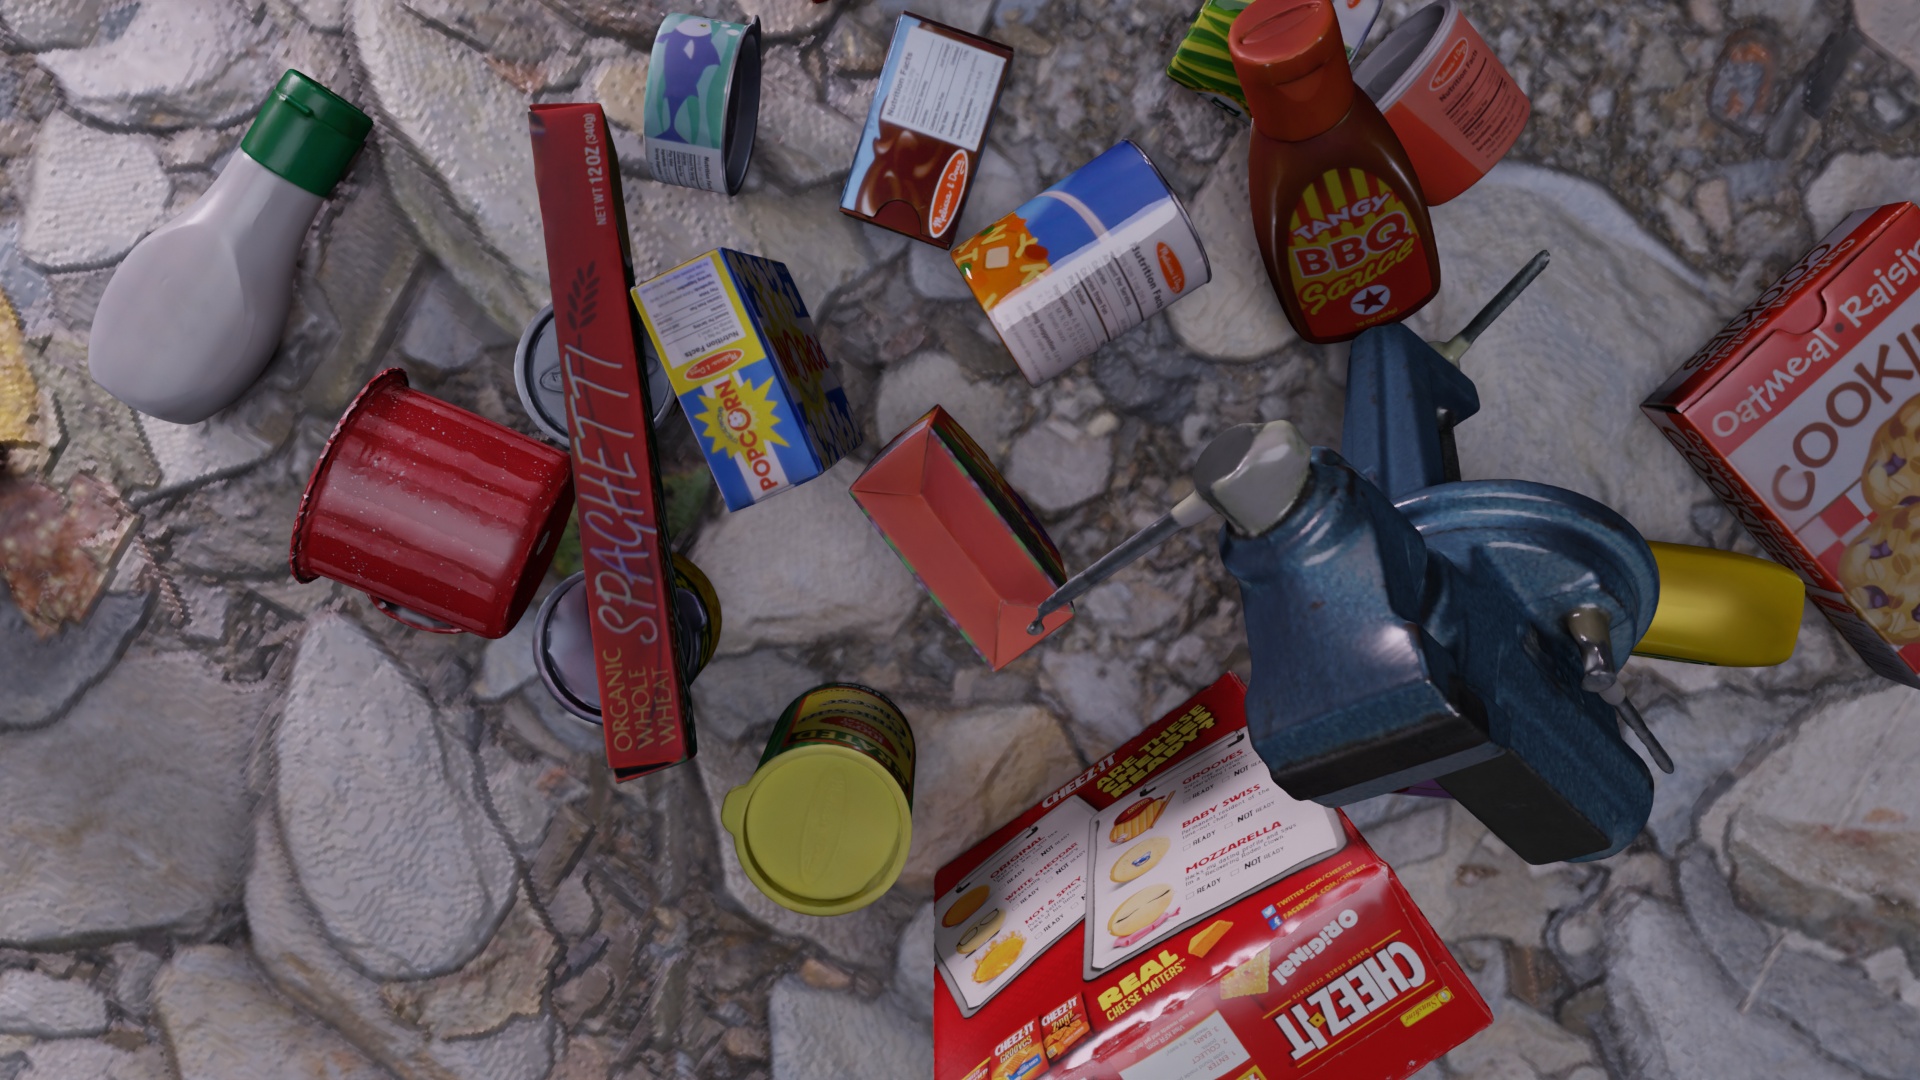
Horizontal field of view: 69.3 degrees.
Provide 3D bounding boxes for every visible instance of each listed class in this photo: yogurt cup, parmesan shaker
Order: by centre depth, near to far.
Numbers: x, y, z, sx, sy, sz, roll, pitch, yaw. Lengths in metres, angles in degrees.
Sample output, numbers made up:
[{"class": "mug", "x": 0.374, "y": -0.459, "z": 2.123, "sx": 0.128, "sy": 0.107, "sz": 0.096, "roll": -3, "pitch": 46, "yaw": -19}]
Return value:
[{"class": "yogurt cup", "x": 0.186, "y": -0.171, "z": 0.551, "sx": 0.054, "sy": 0.072, "sz": 0.072, "roll": 37, "pitch": 96, "yaw": -13}, {"class": "parmesan shaker", "x": -0.054, "y": 0.099, "z": 0.563, "sx": 0.071, "sy": 0.103, "sz": 0.071, "roll": 0, "pitch": 98, "yaw": -1}]

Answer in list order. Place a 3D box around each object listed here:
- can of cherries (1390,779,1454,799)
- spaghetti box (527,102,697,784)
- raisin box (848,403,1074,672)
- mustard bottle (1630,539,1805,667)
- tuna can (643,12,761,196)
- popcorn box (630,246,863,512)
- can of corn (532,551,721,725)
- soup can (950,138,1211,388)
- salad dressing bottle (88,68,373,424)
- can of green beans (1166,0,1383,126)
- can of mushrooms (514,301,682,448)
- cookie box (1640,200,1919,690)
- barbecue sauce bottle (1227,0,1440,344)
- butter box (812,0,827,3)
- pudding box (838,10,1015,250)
[{"class": "can of cherries", "x": 0.198, "y": 0.072, "z": 0.580, "sx": 0.058, "sy": 0.071, "sz": 0.071, "roll": 6, "pitch": 98, "yaw": 0}, {"class": "spaghetti box", "x": -0.130, "y": -0.037, "z": 0.523, "sx": 0.029, "sy": 0.050, "sz": 0.250, "roll": -8, "pitch": 85, "yaw": -7}, {"class": "raisin box", "x": 0.002, "y": -0.007, "z": 0.540, "sx": 0.040, "sy": 0.123, "sz": 0.086, "roll": -38, "pitch": 96, "yaw": 6}, {"class": "mustard bottle", "x": 0.256, "y": 0.020, "z": 0.579, "sx": 0.160, "sy": 0.065, "sz": 0.048, "roll": 7, "pitch": 93, "yaw": 6}, {"class": "tuna can", "x": -0.100, "y": -0.174, "z": 0.546, "sx": 0.033, "sy": 0.071, "sz": 0.071, "roll": 9, "pitch": 98, "yaw": -1}, {"class": "popcorn box", "x": -0.077, "y": -0.063, "z": 0.530, "sx": 0.038, "sy": 0.127, "sz": 0.085, "roll": -24, "pitch": 97, "yaw": 6}, {"class": "can of corn", "x": -0.134, "y": 0.037, "z": 0.577, "sx": 0.071, "sy": 0.058, "sz": 0.071, "roll": 0, "pitch": 97, "yaw": 0}, {"class": "soup can", "x": 0.047, "y": -0.111, "z": 0.558, "sx": 0.084, "sy": 0.071, "sz": 0.071, "roll": -32, "pitch": 97, "yaw": 4}, {"class": "salad dressing bottle", "x": -0.293, "y": -0.119, "z": 0.564, "sx": 0.064, "sy": 0.044, "sz": 0.147, "roll": 35, "pitch": 95, "yaw": -3}, {"class": "can of green beans", "x": 0.122, "y": -0.198, "z": 0.545, "sx": 0.058, "sy": 0.071, "sz": 0.071, "roll": 30, "pitch": 96, "yaw": -3}, {"class": "can of mushrooms", "x": -0.147, "y": -0.072, "z": 0.575, "sx": 0.071, "sy": 0.033, "sz": 0.071, "roll": 0, "pitch": 98, "yaw": 0}, {"class": "cookie box", "x": 0.391, "y": -0.038, "z": 0.581, "sx": 0.123, "sy": 0.040, "sz": 0.167, "roll": -44, "pitch": 96, "yaw": 5}, {"class": "barbecue sauce bottle", "x": 0.137, "y": -0.137, "z": 0.520, "sx": 0.065, "sy": 0.148, "sz": 0.044, "roll": -21, "pitch": 52, "yaw": 15}, {"class": "butter box", "x": -0.050, "y": -0.274, "z": 0.555, "sx": 0.053, "sy": 0.024, "sz": 0.103, "roll": -18, "pitch": 98, "yaw": 1}, {"class": "pudding box", "x": -0.014, "y": -0.165, "z": 0.566, "sx": 0.050, "sy": 0.030, "sz": 0.083, "roll": 18, "pitch": 97, "yaw": -4}]
